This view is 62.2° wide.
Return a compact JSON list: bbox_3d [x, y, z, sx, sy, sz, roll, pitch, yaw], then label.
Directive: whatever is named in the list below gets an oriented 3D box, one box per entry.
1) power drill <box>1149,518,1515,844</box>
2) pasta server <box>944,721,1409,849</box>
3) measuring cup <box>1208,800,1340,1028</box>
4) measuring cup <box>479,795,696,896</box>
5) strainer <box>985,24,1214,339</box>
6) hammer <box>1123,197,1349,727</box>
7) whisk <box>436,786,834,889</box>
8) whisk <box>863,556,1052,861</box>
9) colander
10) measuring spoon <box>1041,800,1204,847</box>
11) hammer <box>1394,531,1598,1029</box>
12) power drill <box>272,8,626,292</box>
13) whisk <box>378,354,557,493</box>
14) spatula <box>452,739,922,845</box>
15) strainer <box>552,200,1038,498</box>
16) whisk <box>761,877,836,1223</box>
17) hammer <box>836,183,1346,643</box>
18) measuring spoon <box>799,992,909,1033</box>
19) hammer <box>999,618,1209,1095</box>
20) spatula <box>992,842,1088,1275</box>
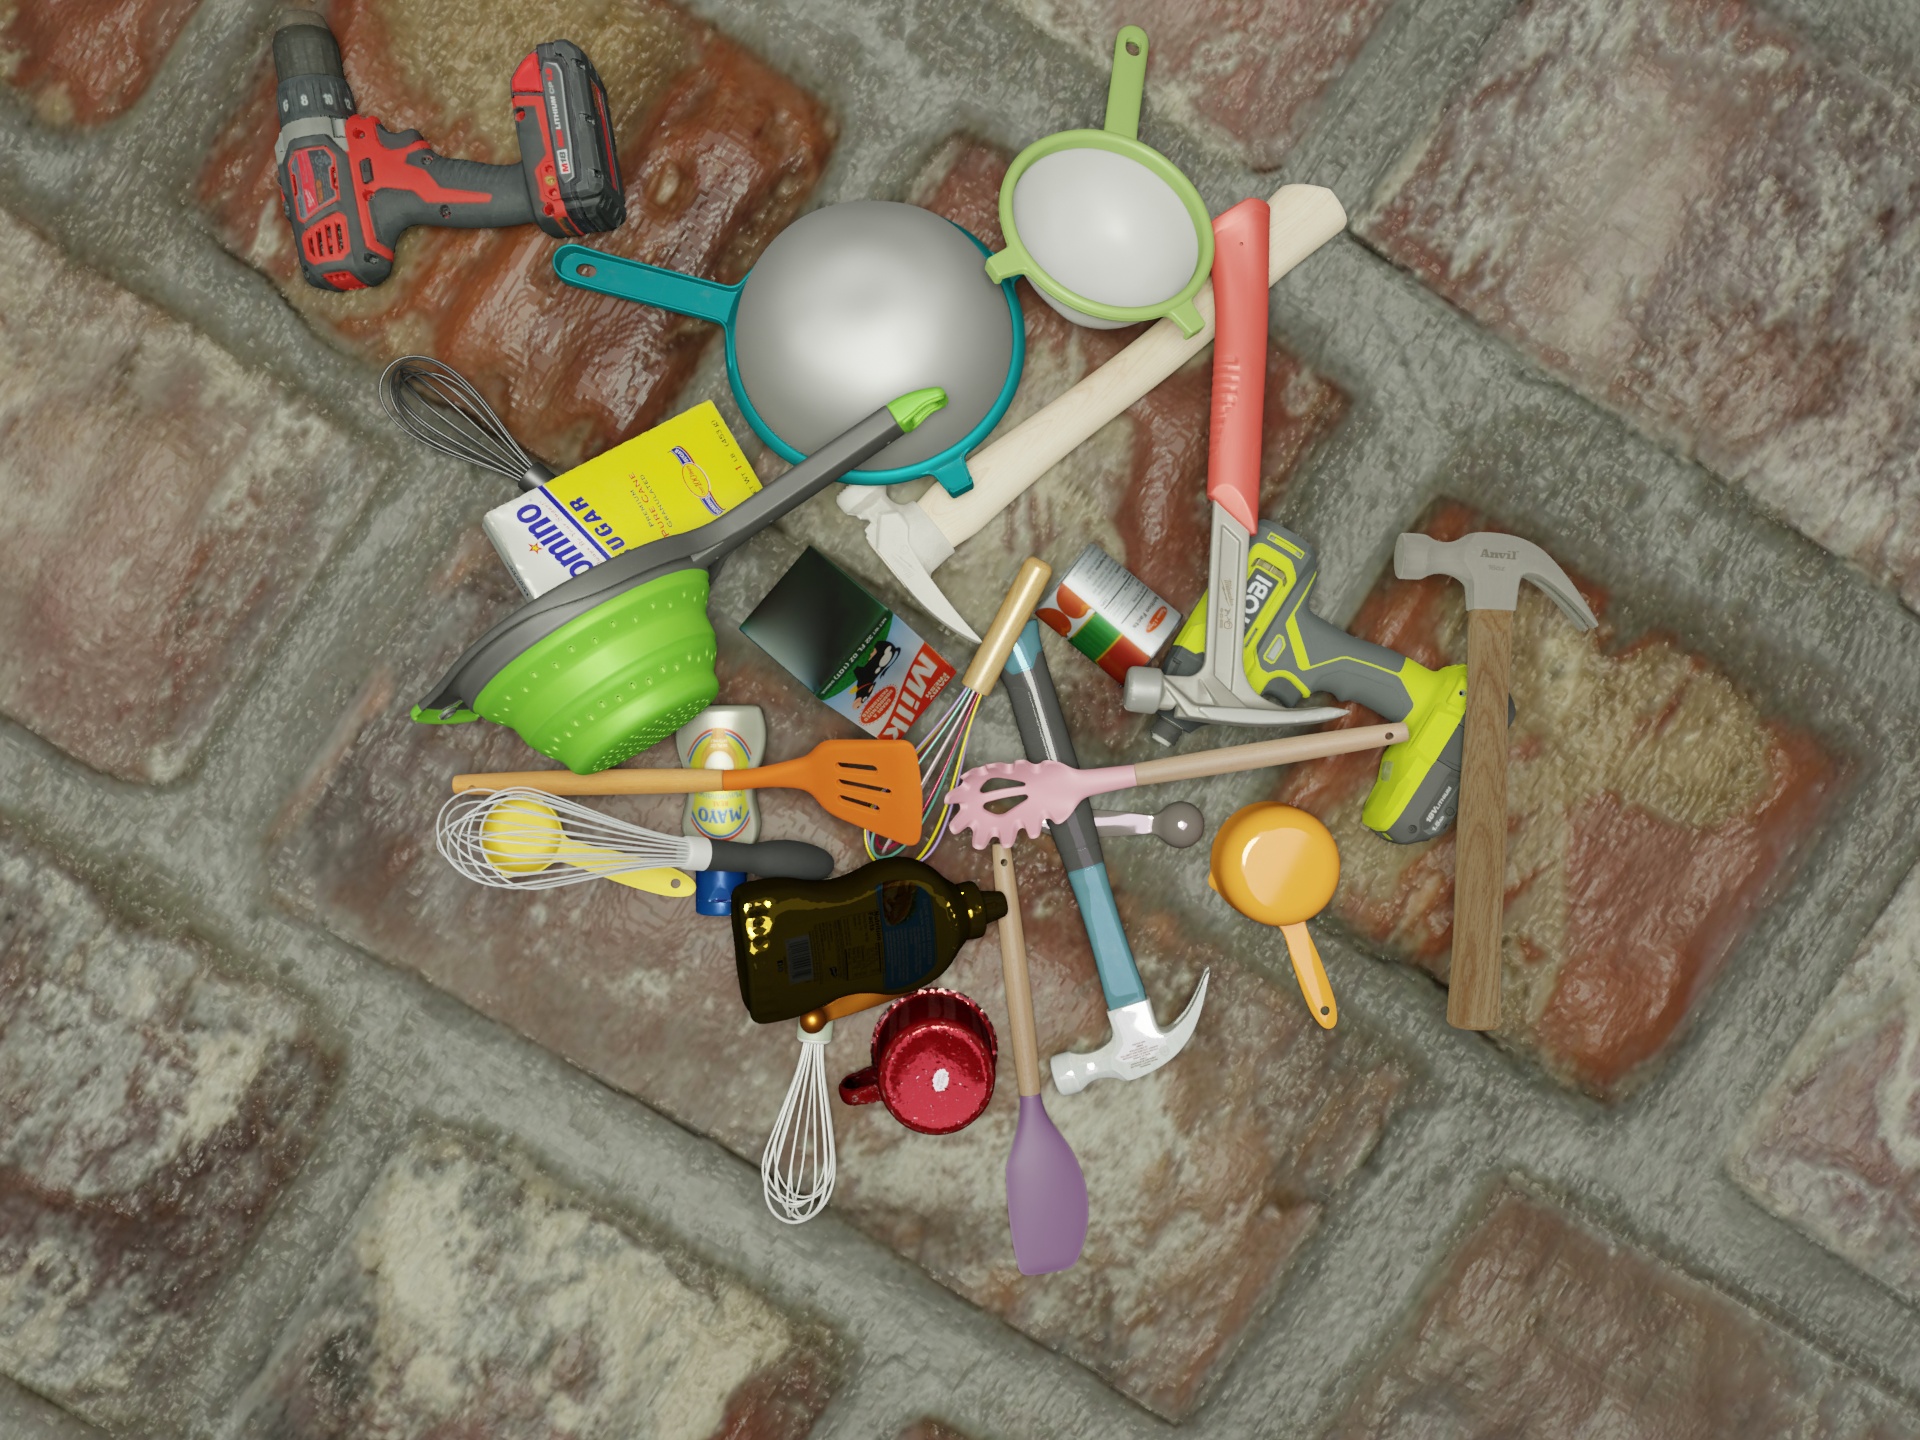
[{"bbox_3d":[0.257,-0.014,1.126,0.223,0.080,0.171,32,90,1],"label":"power drill"},{"bbox_3d":[0.147,0.035,1.086,0.316,0.040,0.060,-9,101,7],"label":"pasta server"},{"bbox_3d":[0.241,0.143,1.137,0.095,0.052,0.173,-20,90,-2],"label":"measuring cup"},{"bbox_3d":[-0.265,0.096,1.137,0.156,0.029,0.062,20,91,-14],"label":"measuring cup"},{"bbox_3d":[0.099,-0.369,1.107,0.151,0.069,0.257,14,65,-10],"label":"strainer"},{"bbox_3d":[0.196,-0.176,1.083,0.149,0.036,0.359,4,85,-1],"label":"hammer"},{"bbox_3d":[-0.205,0.084,1.049,0.284,0.070,0.070,8,91,-37],"label":"whisk"},{"bbox_3d":[-0.004,-0.005,1.112,0.051,0.047,0.245,21,100,-42],"label":"whisk"},{"bbox_3d":[-0.157,-0.073,1.029,0.397,0.204,0.094,-33,87,5],"label":"colander"},{"bbox_3d":[0.115,0.075,1.148,0.124,0.018,0.034,1,92,-1],"label":"measuring spoon"},{"bbox_3d":[0.354,0.041,1.067,0.130,0.031,0.331,2,90,1],"label":"hammer"},{"bbox_3d":[-0.360,-0.406,1.094,0.226,0.080,0.188,-10,91,1],"label":"power drill"},{"bbox_3d":[-0.304,-0.169,1.115,0.239,0.055,0.055,39,90,-7],"label":"whisk"},{"bbox_3d":[-0.187,0.045,1.083,0.322,0.041,0.081,-1,117,1],"label":"spatula"},{"bbox_3d":[-0.123,-0.289,1.079,0.340,0.095,0.211,15,79,4],"label":"strainer"},{"bbox_3d":[-0.104,0.235,1.135,0.059,0.058,0.246,8,88,-37],"label":"whisk"},{"bbox_3d":[0.114,-0.230,1.133,0.410,0.038,0.146,-39,94,-1],"label":"hammer"},{"bbox_3d":[-0.060,0.194,1.127,0.117,0.011,0.021,-20,95,-25],"label":"measuring spoon"},{"bbox_3d":[0.083,0.091,1.130,0.128,0.033,0.331,-17,88,7],"label":"hammer"},{"bbox_3d":[0.050,0.244,1.150,0.059,0.018,0.316,-8,93,-9],"label":"spatula"}]
